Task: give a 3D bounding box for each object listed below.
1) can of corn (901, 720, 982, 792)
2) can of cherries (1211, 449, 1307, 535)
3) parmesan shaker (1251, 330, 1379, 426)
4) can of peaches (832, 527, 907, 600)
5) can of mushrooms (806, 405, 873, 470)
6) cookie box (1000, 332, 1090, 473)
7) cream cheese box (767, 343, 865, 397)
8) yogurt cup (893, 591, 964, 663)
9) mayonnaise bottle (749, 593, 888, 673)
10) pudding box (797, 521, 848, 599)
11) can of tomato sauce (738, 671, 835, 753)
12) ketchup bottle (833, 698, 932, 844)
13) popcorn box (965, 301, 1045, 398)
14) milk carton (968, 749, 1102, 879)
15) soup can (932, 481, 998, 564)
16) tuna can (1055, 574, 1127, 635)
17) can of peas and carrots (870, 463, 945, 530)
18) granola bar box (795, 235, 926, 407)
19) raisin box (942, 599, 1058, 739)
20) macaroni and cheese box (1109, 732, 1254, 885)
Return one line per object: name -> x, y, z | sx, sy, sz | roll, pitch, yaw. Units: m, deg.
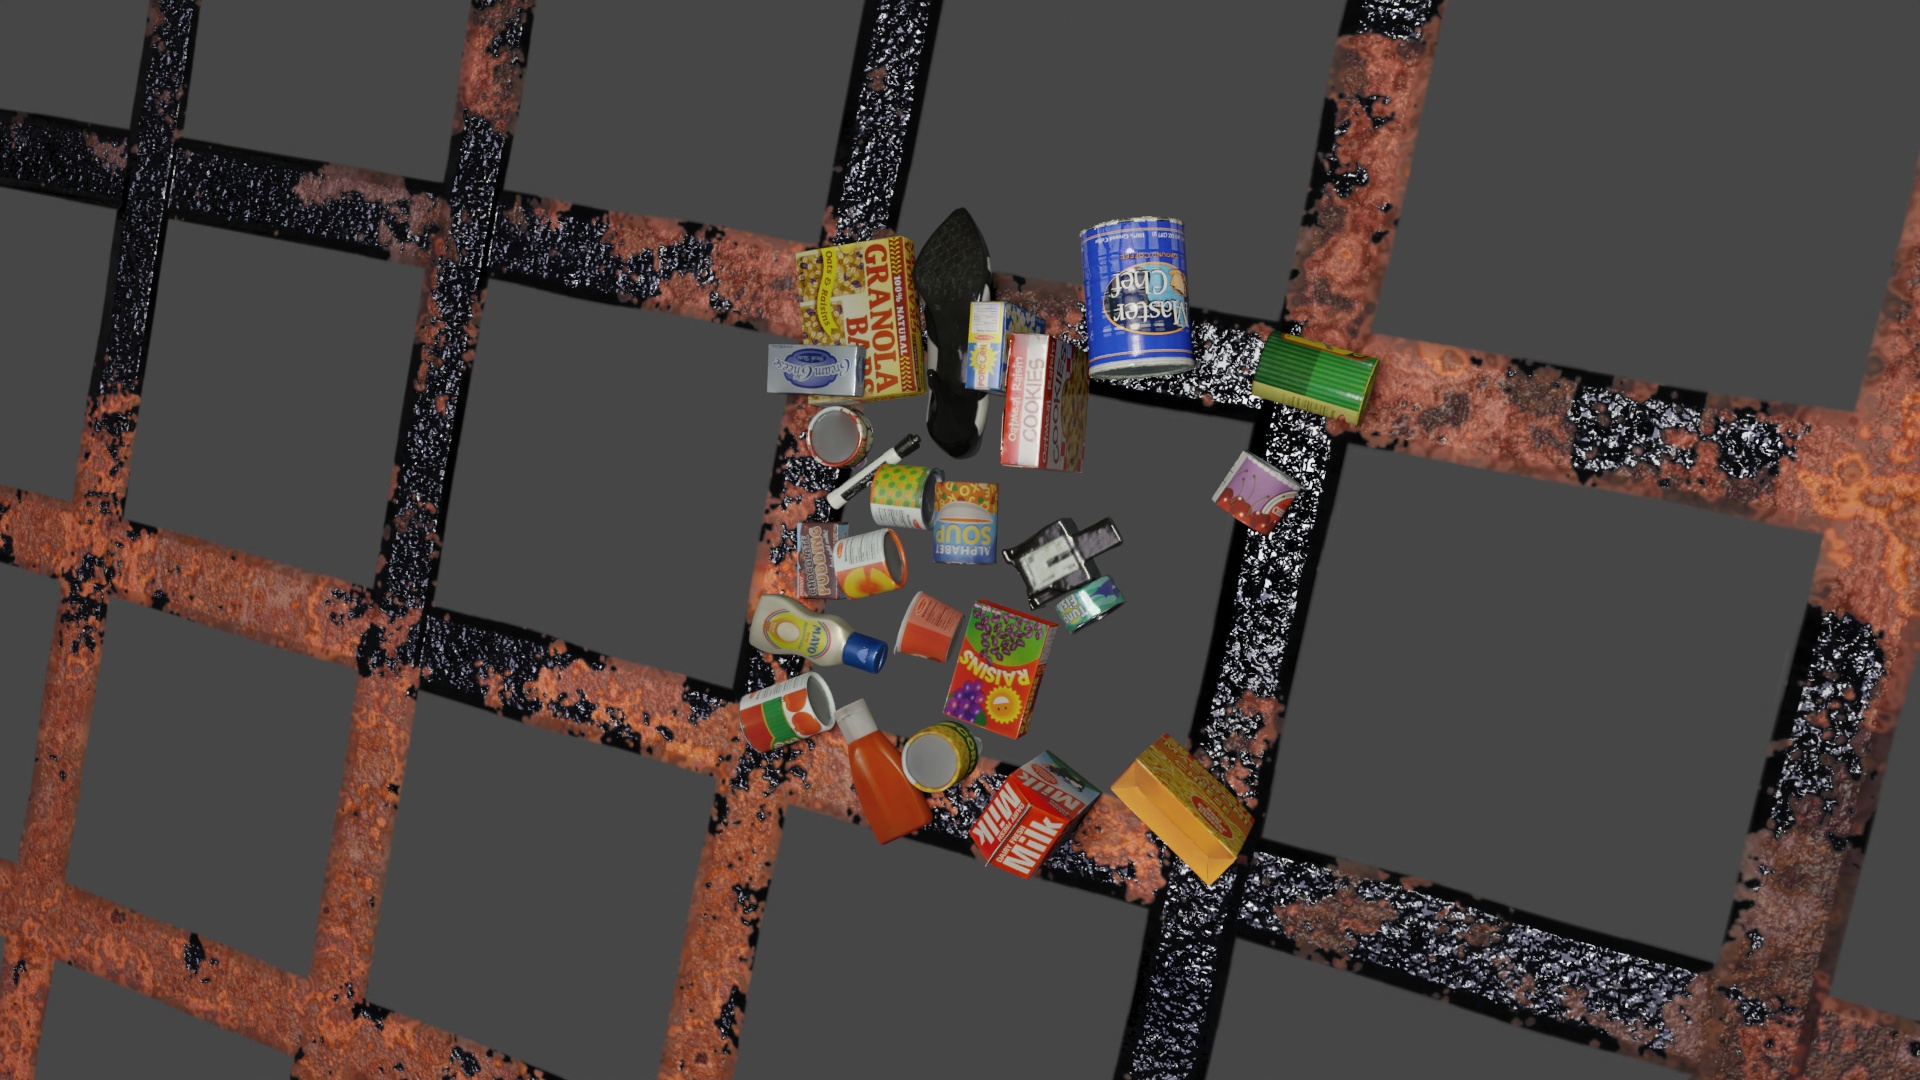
can of corn -> -0.019, 0.223, 1.437 | 0.071, 0.058, 0.071 | 0, 91, 18
can of cherries -> 0.286, -0.044, 1.329 | 0.071, 0.071, 0.058 | 35, 101, 15
parmesan shaker -> 0.334, -0.155, 1.310 | 0.103, 0.071, 0.071 | 19, 97, 17
can of peaches -> -0.093, 0.026, 1.457 | 0.058, 0.071, 0.071 | -14, 86, 18
can of mushrooms -> -0.128, -0.108, 1.483 | 0.071, 0.033, 0.071 | 0, 90, 18
cookie box -> 0.084, -0.129, 1.342 | 0.040, 0.167, 0.123 | 5, 92, 19
cream cheese box -> -0.151, -0.178, 1.453 | 0.104, 0.024, 0.053 | 4, 94, 20
yogurt cup -> -0.030, 0.093, 1.437 | 0.054, 0.072, 0.072 | 21, 97, 9
mayonnaise bottle -> -0.151, 0.104, 1.488 | 0.148, 0.041, 0.064 | 16, 94, 18
pudding box -> -0.148, 0.021, 1.492 | 0.049, 0.030, 0.083 | 1, 91, 19
can of tomato sauce -> -0.184, 0.185, 1.487 | 0.083, 0.071, 0.071 | -21, 84, 17
ketchup bottle -> -0.087, 0.242, 1.467 | 0.064, 0.043, 0.149 | -28, 82, 16
popcorn box -> 0.046, -0.186, 1.376 | 0.038, 0.127, 0.085 | 4, 92, 21
milk carton -> 0.070, 0.265, 1.338 | 0.073, 0.191, 0.072 | 36, 102, 14
soup can -> 0.005, -0.018, 1.420 | 0.071, 0.071, 0.083 | 2, 91, 18
tuna can -> 0.128, 0.064, 1.381 | 0.071, 0.071, 0.033 | -34, 79, 16
can of peas and carrots -> -0.054, -0.048, 1.443 | 0.059, 0.071, 0.071 | 6, 93, 19
granola bar box -> -0.105, -0.230, 1.471 | 0.124, 0.039, 0.165 | -5, 89, 18
raisin box -> 0.040, 0.132, 1.427 | 0.086, 0.040, 0.123 | 17, 95, 17
macaroni and cheese box -> 0.213, 0.247, 1.304 | 0.124, 0.166, 0.040 | 44, 103, 12
